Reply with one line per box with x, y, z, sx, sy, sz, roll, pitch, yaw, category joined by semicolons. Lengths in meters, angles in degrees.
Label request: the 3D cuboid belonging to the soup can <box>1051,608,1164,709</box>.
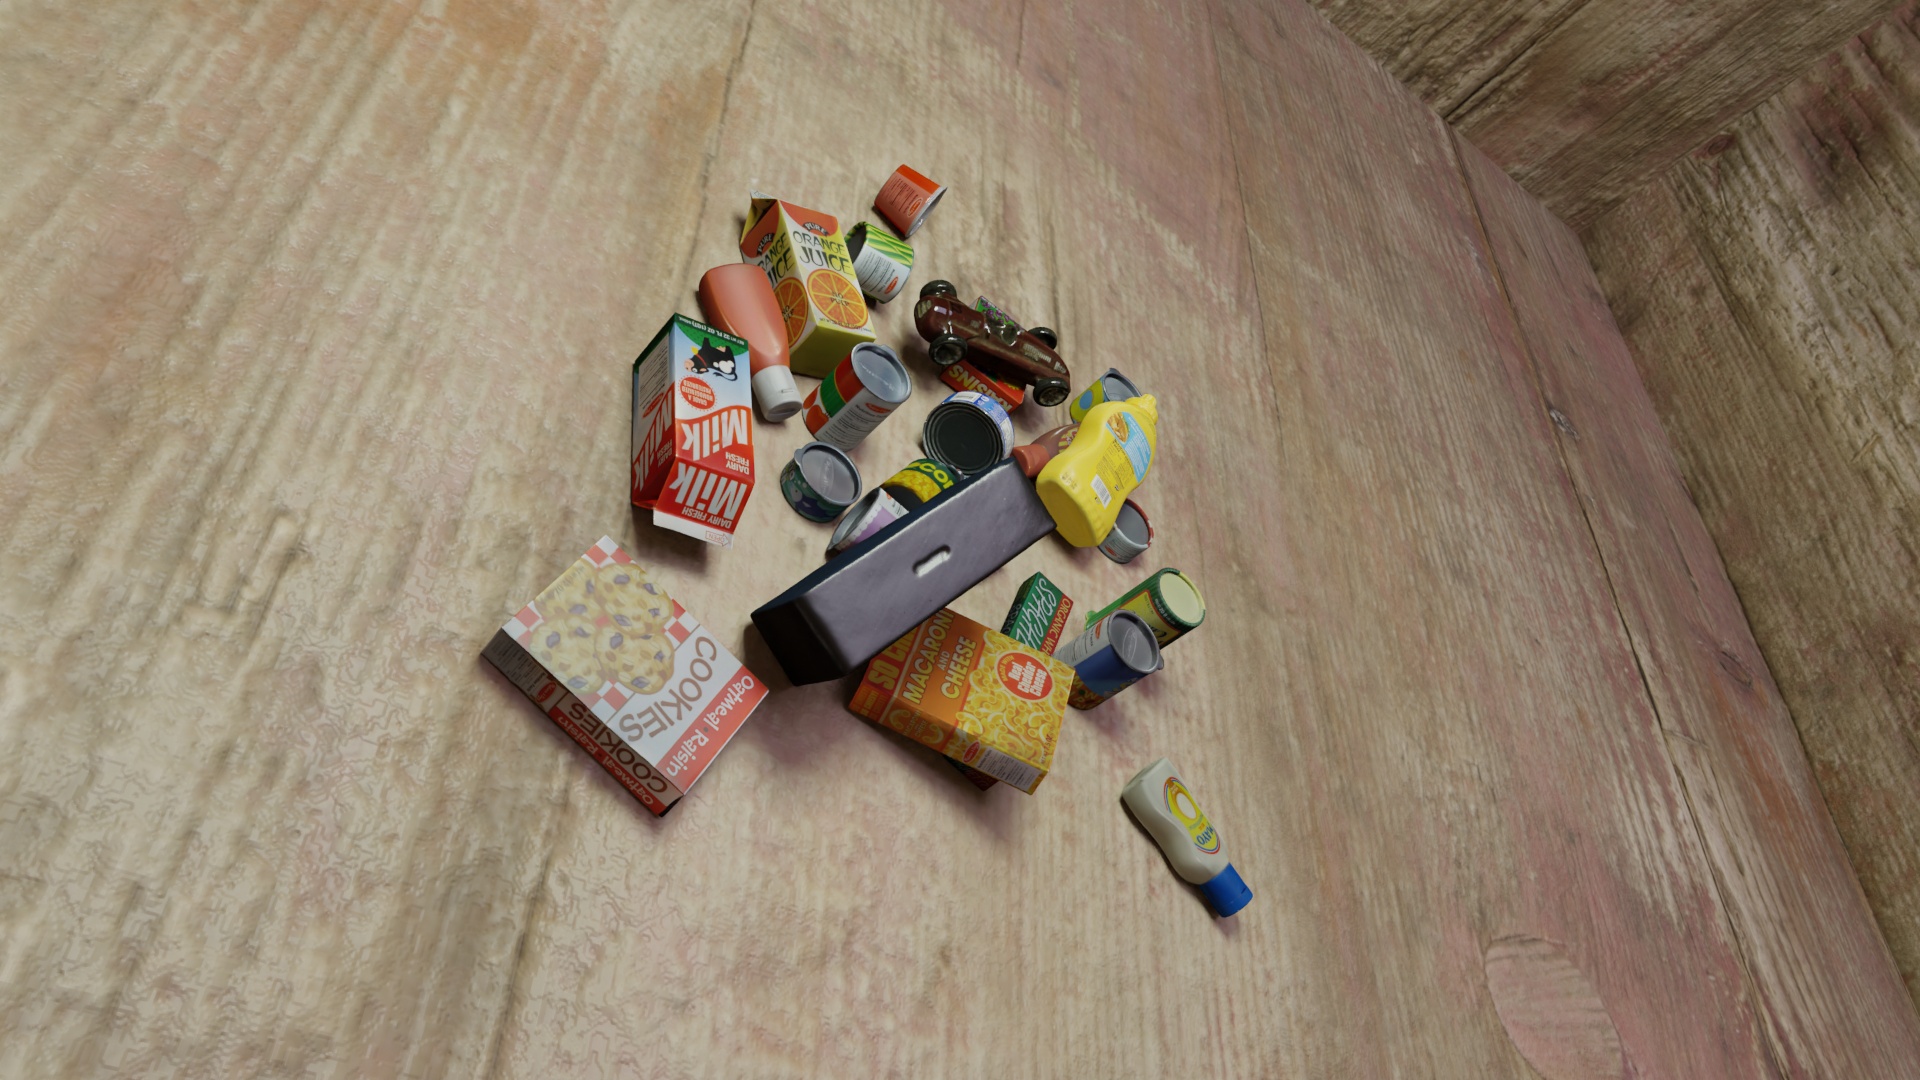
0.136;0.114;1.299;0.071;0.083;0.072;26;44;-29;soup can

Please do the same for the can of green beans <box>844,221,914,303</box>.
-0.089;-0.283;1.414;0.058;0.071;0.071;24;45;-30;can of green beans

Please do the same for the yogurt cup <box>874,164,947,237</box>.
-0.058;-0.375;1.525;0.054;0.072;0.073;38;39;-4;yogurt cup

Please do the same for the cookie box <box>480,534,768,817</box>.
-0.232;0.094;0.982;0.167;0.040;0.123;45;38;-6;cookie box

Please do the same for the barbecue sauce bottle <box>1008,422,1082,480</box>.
0.102;-0.088;1.463;0.149;0.043;0.065;-14;81;-49;barbecue sauce bottle

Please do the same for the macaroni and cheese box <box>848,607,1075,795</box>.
0.004;0.124;1.157;0.166;0.040;0.124;26;40;-3;macaroni and cheese box

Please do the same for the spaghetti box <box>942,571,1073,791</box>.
0.047;0.119;1.251;0.050;0.028;0.251;42;39;-11;spaghetti box

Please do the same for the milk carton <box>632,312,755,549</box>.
-0.215;-0.081;1.116;0.072;0.073;0.191;20;48;-34;milk carton

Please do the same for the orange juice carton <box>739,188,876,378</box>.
-0.151;-0.253;1.322;0.072;0.072;0.193;7;55;-42;orange juice carton

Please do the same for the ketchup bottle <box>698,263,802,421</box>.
-0.184;-0.179;1.250;0.065;0.043;0.149;-11;67;-33;ketchup bottle

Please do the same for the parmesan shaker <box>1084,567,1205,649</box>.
0.178;0.076;1.357;0.071;0.102;0.072;26;44;-28;parmesan shaker

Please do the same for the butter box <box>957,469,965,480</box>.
0.005;-0.017;1.323;0.053;0.024;0.103;-21;76;-52;butter box

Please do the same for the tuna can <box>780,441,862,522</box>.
-0.124;-0.052;1.216;0.071;0.032;0.071;26;44;-28;tuna can

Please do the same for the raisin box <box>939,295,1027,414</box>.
0.031;-0.195;1.485;0.086;0.040;0.124;36;39;-18;raisin box

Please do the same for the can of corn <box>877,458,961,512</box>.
-0.038;-0.035;1.257;0.071;0.071;0.058;51;38;0;can of corn

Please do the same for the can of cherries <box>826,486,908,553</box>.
-0.072;-0.001;1.204;0.058;0.071;0.072;40;39;-15;can of cherries

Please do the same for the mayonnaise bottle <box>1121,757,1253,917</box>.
0.211;0.275;1.276;0.148;0.041;0.065;54;36;5;mayonnaise bottle

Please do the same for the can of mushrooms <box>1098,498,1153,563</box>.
0.172;-0.014;1.482;0.071;0.033;0.071;26;45;-28;can of mushrooms

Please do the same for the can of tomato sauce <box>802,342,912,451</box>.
-0.095;-0.132;1.269;0.071;0.082;0.071;27;44;-28;can of tomato sauce

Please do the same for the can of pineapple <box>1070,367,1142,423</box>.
0.166;-0.150;1.567;0.071;0.057;0.071;27;43;-28;can of pineapple
